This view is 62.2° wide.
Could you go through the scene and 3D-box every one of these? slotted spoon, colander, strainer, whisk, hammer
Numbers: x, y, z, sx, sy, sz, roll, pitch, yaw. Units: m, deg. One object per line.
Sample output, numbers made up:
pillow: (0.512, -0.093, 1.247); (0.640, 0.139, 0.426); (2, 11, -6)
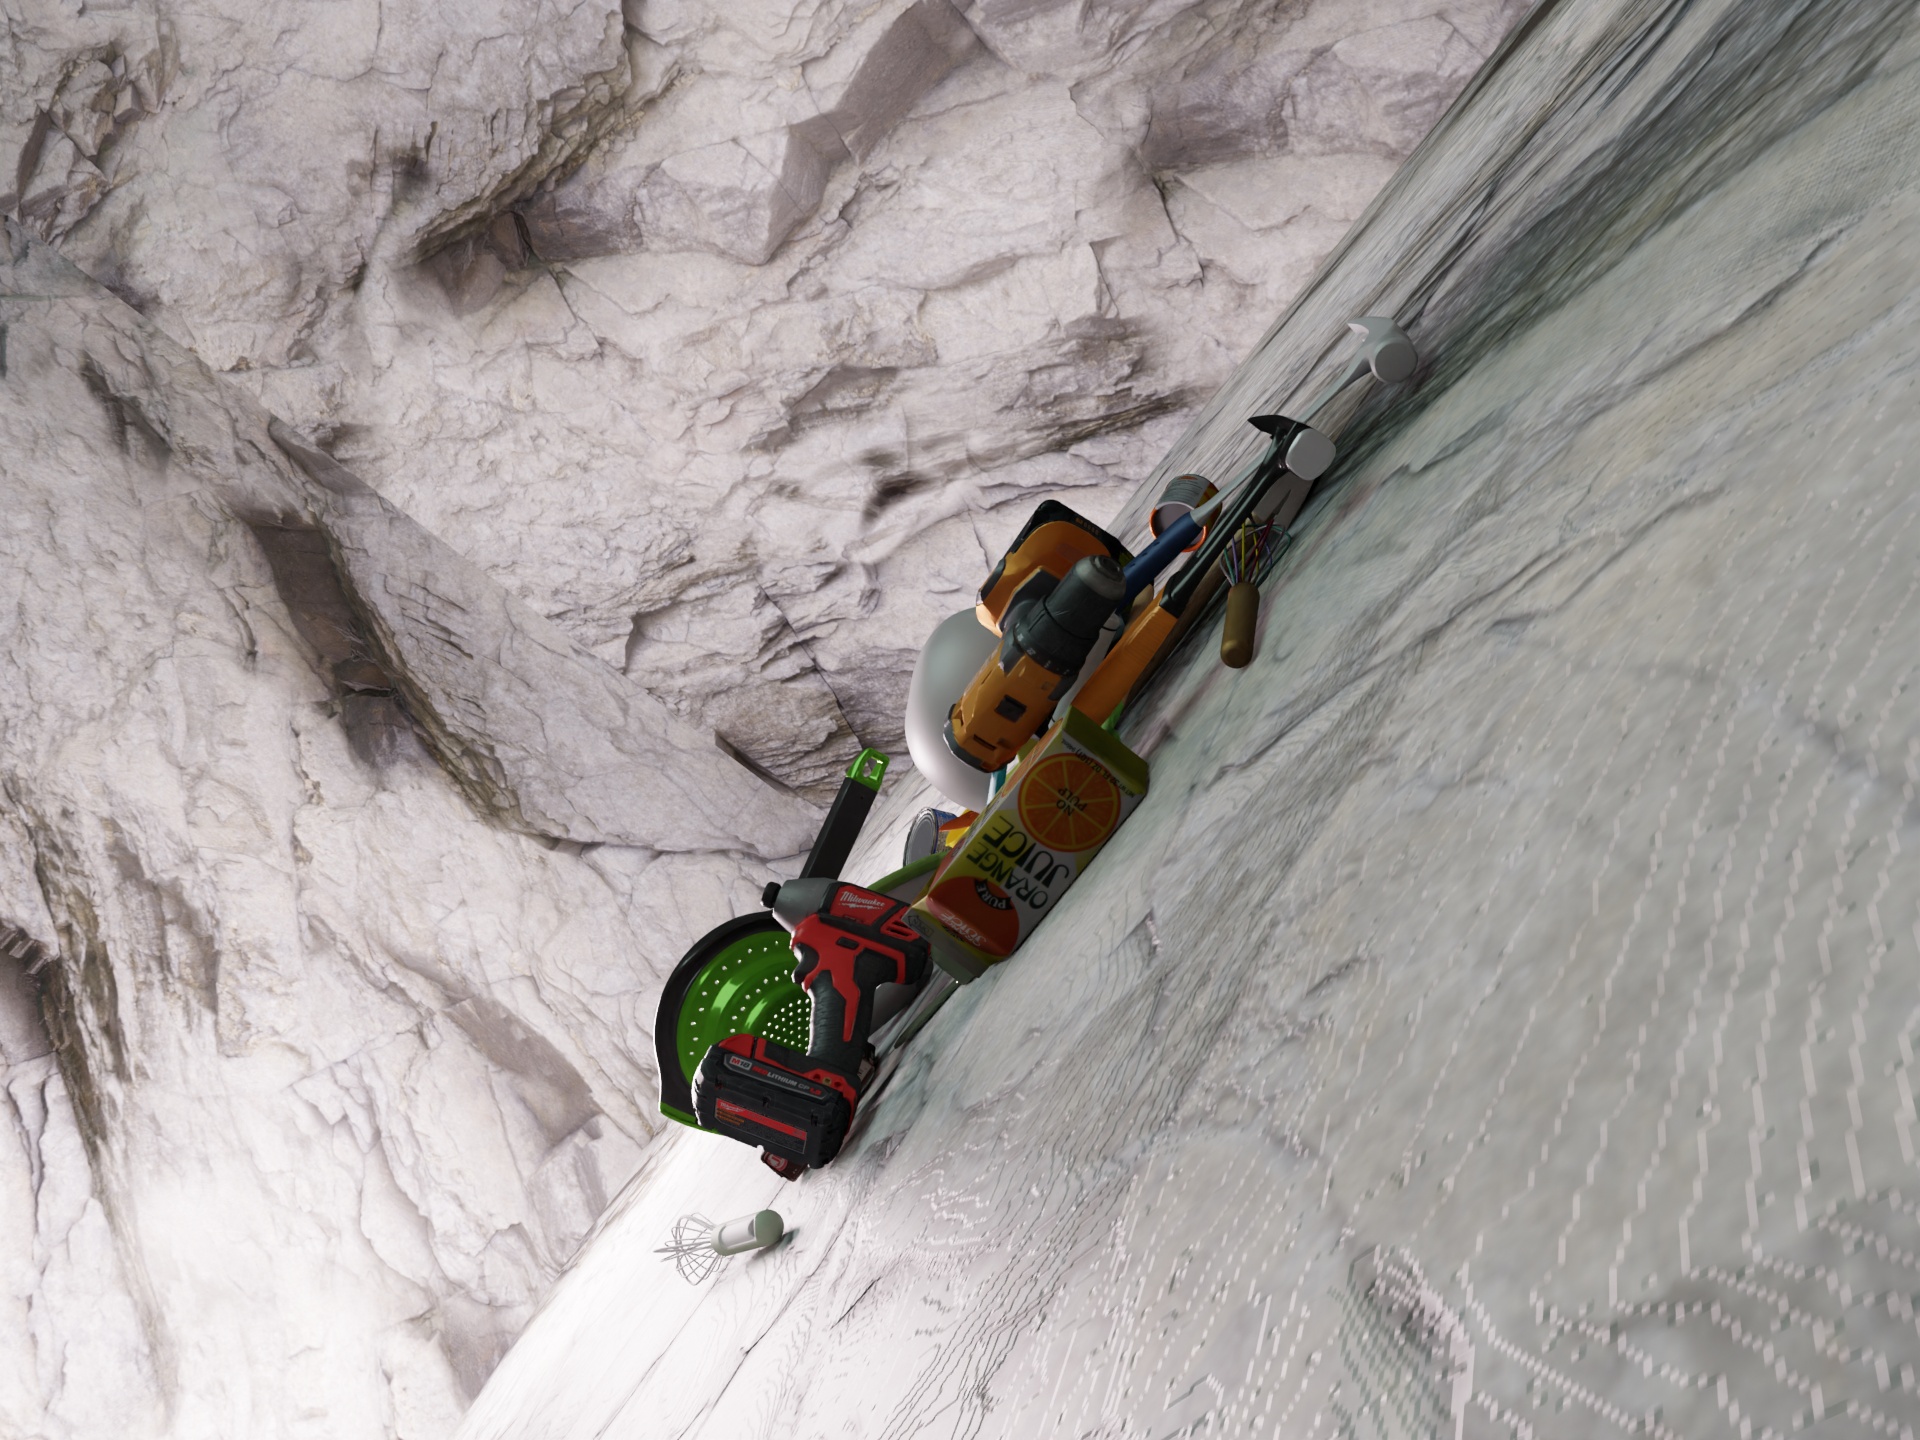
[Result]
slotted spoon: (0.124, -0.026, 1.252); (0.070, 0.031, 0.314); (-54, 8, 37)
colander: (-0.141, 0.215, 1.498); (0.095, 0.204, 0.397); (16, 79, 51)
strainer: (-0.002, -0.004, 1.371); (0.340, 0.095, 0.211); (-80, -3, -80)
strainer: (-0.014, 0.155, 1.400); (0.256, 0.069, 0.151); (-35, -14, 20)
whisk: (-0.101, 0.283, 1.373); (0.239, 0.055, 0.055); (-47, 5, 20)
hammer: (0.137, -0.072, 1.133); (0.337, 0.034, 0.127); (-53, 13, 10)
hammer: (0.201, -0.172, 1.291); (0.405, 0.035, 0.144); (-44, 13, 23)
whisk: (0.205, -0.095, 1.132); (0.245, 0.051, 0.047); (-66, -8, -59)
strainer: (0.080, 0.013, 1.286); (0.087, 0.050, 0.258); (-62, -5, -67)
whisk: (-0.185, 0.402, 1.231); (0.246, 0.059, 0.058); (139, 130, -57)
hammer: (0.187, -0.087, 1.341); (0.331, 0.031, 0.130); (-53, 3, 13)

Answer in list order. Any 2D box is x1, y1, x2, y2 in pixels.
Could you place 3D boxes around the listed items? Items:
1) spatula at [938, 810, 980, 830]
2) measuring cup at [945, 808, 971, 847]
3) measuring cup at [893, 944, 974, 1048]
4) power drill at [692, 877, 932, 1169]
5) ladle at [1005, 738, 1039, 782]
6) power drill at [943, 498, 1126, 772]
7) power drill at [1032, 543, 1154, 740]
spatula: (0.095, 0.003, 1.601); (0.323, 0.041, 0.081); (-53, 18, -26)
measuring cup: (0.027, 0.114, 1.594); (0.062, 0.029, 0.156); (-53, 15, -9)
measuring cup: (-0.016, 0.186, 1.196); (0.167, 0.038, 0.083); (-52, 3, 26)
power drill: (-0.115, 0.215, 1.214); (0.078, 0.143, 0.220); (103, -171, -48)
ladle: (0.010, 0.094, 1.719); (0.320, 0.062, 0.078); (-54, 2, 30)
power drill: (0.068, -0.085, 1.198); (0.185, 0.084, 0.226); (-53, 10, 32)
power drill: (0.132, -0.087, 1.577); (0.171, 0.080, 0.223); (-39, 17, 22)
